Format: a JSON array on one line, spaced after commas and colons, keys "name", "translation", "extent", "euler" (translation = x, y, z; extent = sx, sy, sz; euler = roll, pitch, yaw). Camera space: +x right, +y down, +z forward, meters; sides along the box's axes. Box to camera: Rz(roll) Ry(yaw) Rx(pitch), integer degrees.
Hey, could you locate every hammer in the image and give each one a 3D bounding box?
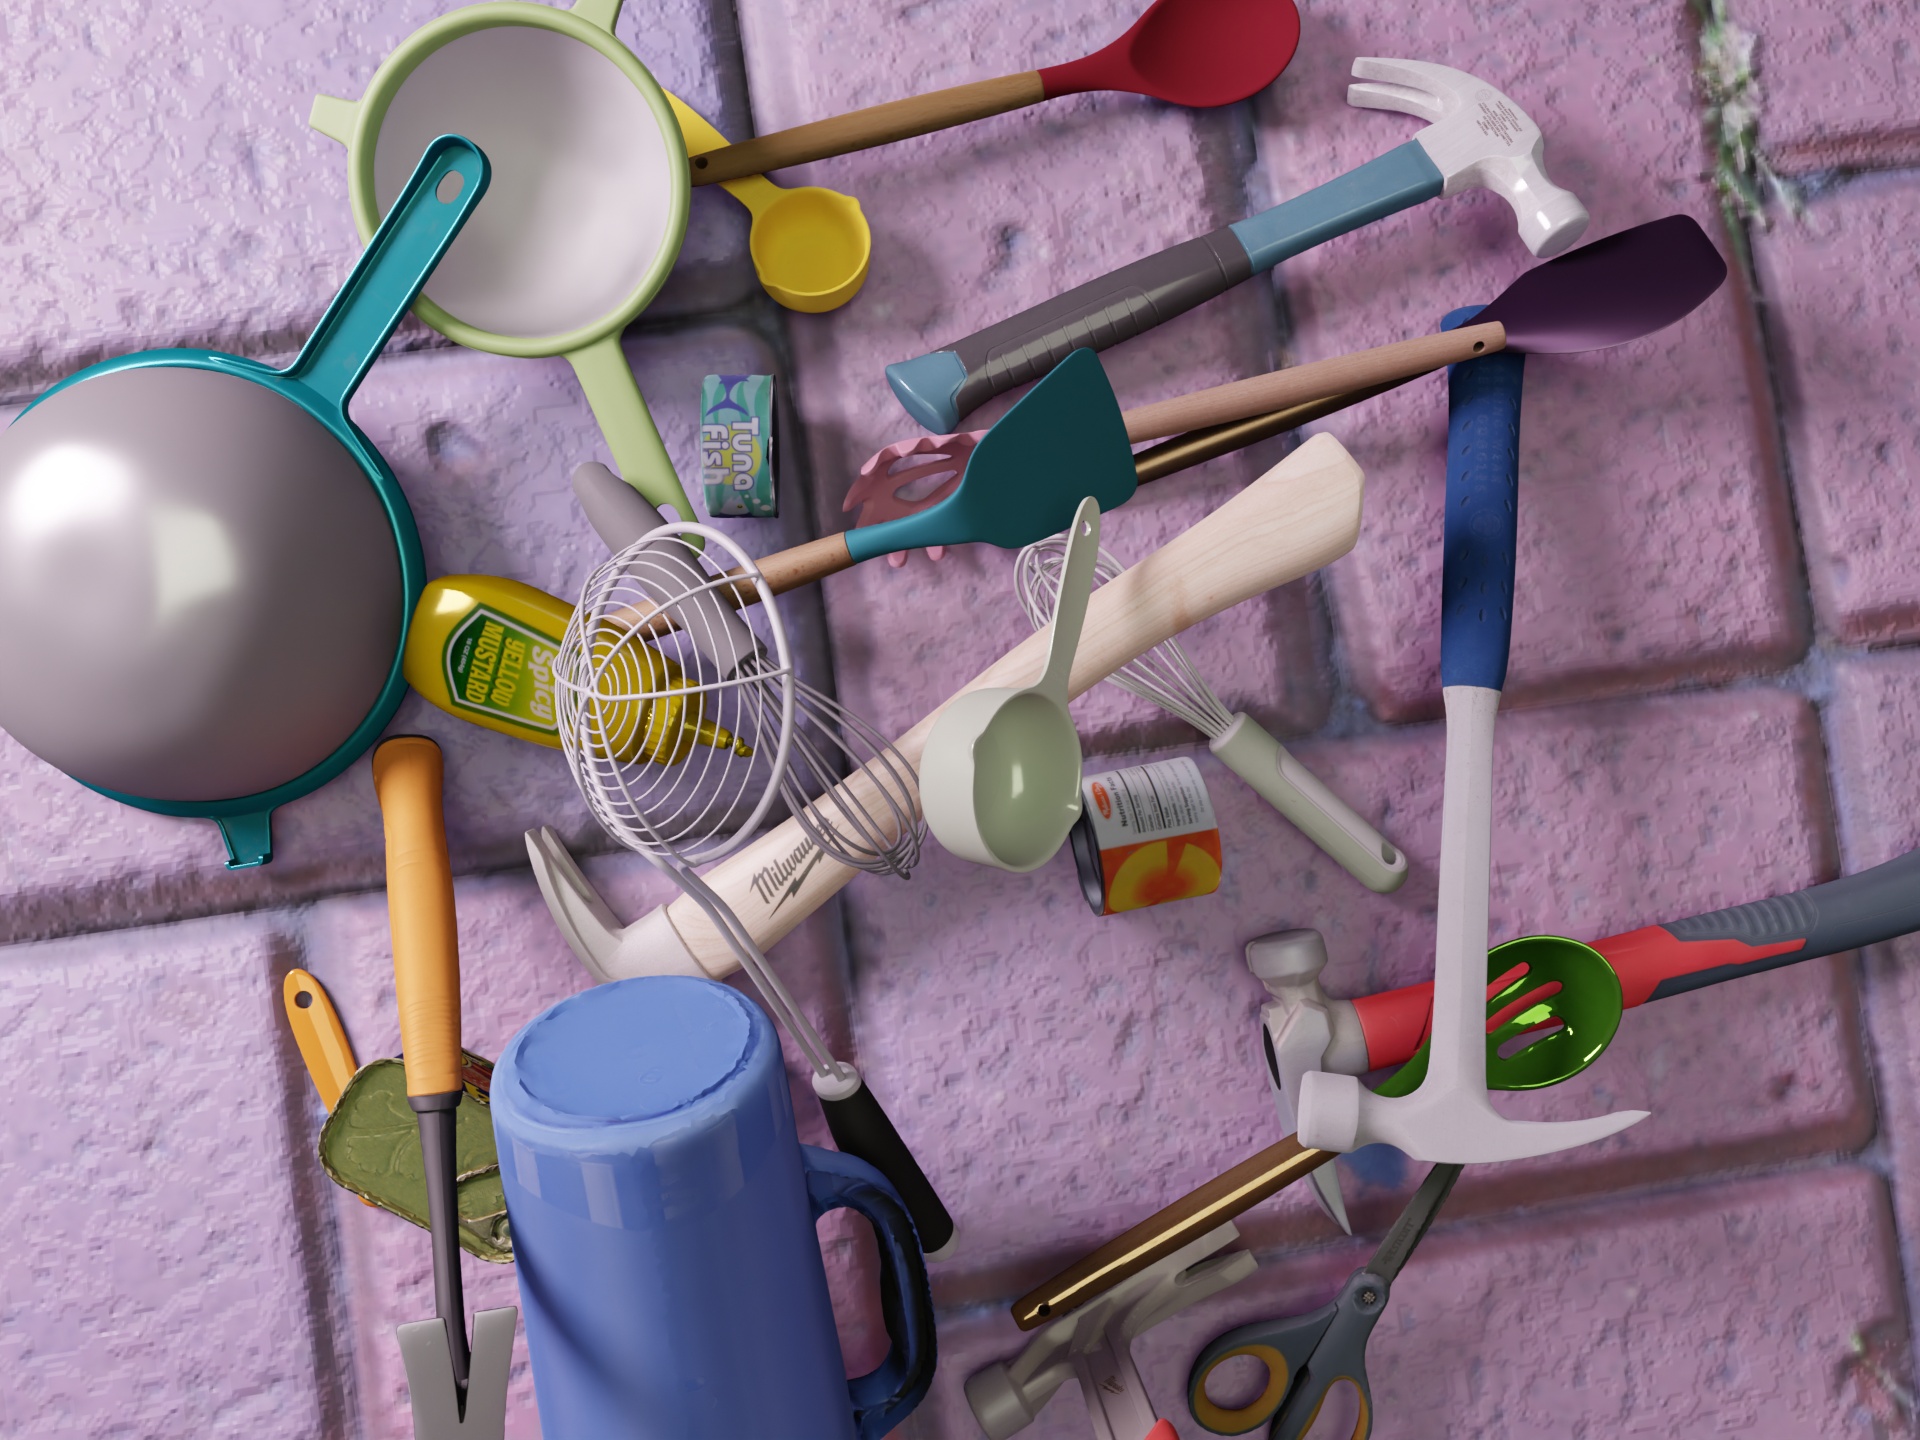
[{"name": "hammer", "translation": [0.122, -0.219, 0.764], "extent": [0.331, 0.033, 0.128], "euler": [-25, 71, -2]}, {"name": "hammer", "translation": [0.242, -0.002, 0.735], "extent": [0.144, 0.035, 0.406], "euler": [5, 75, 10]}, {"name": "hammer", "translation": [0.338, 0.134, 0.776], "extent": [0.386, 0.038, 0.143], "euler": [-12, 90, -6]}, {"name": "hammer", "translation": [-0.001, -0.002, 0.717], "extent": [0.410, 0.038, 0.146], "euler": [-36, 90, 5]}, {"name": "hammer", "translation": [0.081, 0.286, 0.582], "extent": [0.149, 0.359, 0.036], "euler": [-31, 92, -3]}, {"name": "hammer", "translation": [-0.206, 0.121, 0.616], "extent": [0.034, 0.127, 0.337], "euler": [-3, 43, -20]}]

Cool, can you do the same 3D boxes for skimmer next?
[{"name": "skimmer", "translation": [-0.059, 0.090, 0.666], "extent": [0.090, 0.127, 0.362], "euler": [-49, 129, -31]}]

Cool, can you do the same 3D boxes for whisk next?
[{"name": "whisk", "translation": [0.122, -0.001, 0.760], "extent": [0.246, 0.059, 0.058], "euler": [41, 41, -6]}, {"name": "whisk", "translation": [-0.095, -0.025, 0.686], "extent": [0.055, 0.055, 0.239], "euler": [-40, 77, -6]}]

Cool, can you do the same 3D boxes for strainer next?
[{"name": "strainer", "translation": [-0.174, -0.194, 0.737], "extent": [0.151, 0.069, 0.256], "euler": [-22, 102, 5]}, {"name": "strainer", "translation": [-0.309, -0.106, 0.668], "extent": [0.211, 0.095, 0.340], "euler": [36, 97, -3]}]

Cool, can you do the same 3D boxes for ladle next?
[{"name": "ladle", "translation": [0.014, -0.298, 0.763], "extent": [0.315, 0.031, 0.069], "euler": [-18, 80, -10]}]

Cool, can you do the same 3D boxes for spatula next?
[{"name": "spatula", "translation": [-0.074, -0.075, 0.729], "extent": [0.317, 0.044, 0.082], "euler": [-18, 129, 9]}, {"name": "spatula", "translation": [0.208, -0.166, 0.760], "extent": [0.316, 0.018, 0.060], "euler": [-20, 64, 5]}]

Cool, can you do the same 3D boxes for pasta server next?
[{"name": "pasta server", "translation": [0.099, -0.138, 0.743], "extent": [0.316, 0.040, 0.060], "euler": [-13, 128, 4]}]

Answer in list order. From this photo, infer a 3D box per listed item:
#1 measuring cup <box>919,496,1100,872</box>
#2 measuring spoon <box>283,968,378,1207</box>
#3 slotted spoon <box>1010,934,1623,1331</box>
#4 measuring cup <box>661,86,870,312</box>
[{"name": "measuring cup", "translation": [0.026, -0.019, 0.675], "extent": [0.038, 0.083, 0.168], "euler": [2, 70, 38]}, {"name": "measuring spoon", "translation": [-0.286, 0.169, 0.730], "extent": [0.021, 0.011, 0.117], "euler": [-21, 89, -6]}, {"name": "slotted spoon", "translation": [0.160, 0.192, 0.726], "extent": [0.314, 0.031, 0.070], "euler": [-30, 90, -3]}, {"name": "measuring cup", "translation": [-0.107, -0.255, 0.767], "extent": [0.156, 0.029, 0.062], "euler": [43, 79, 10]}]
